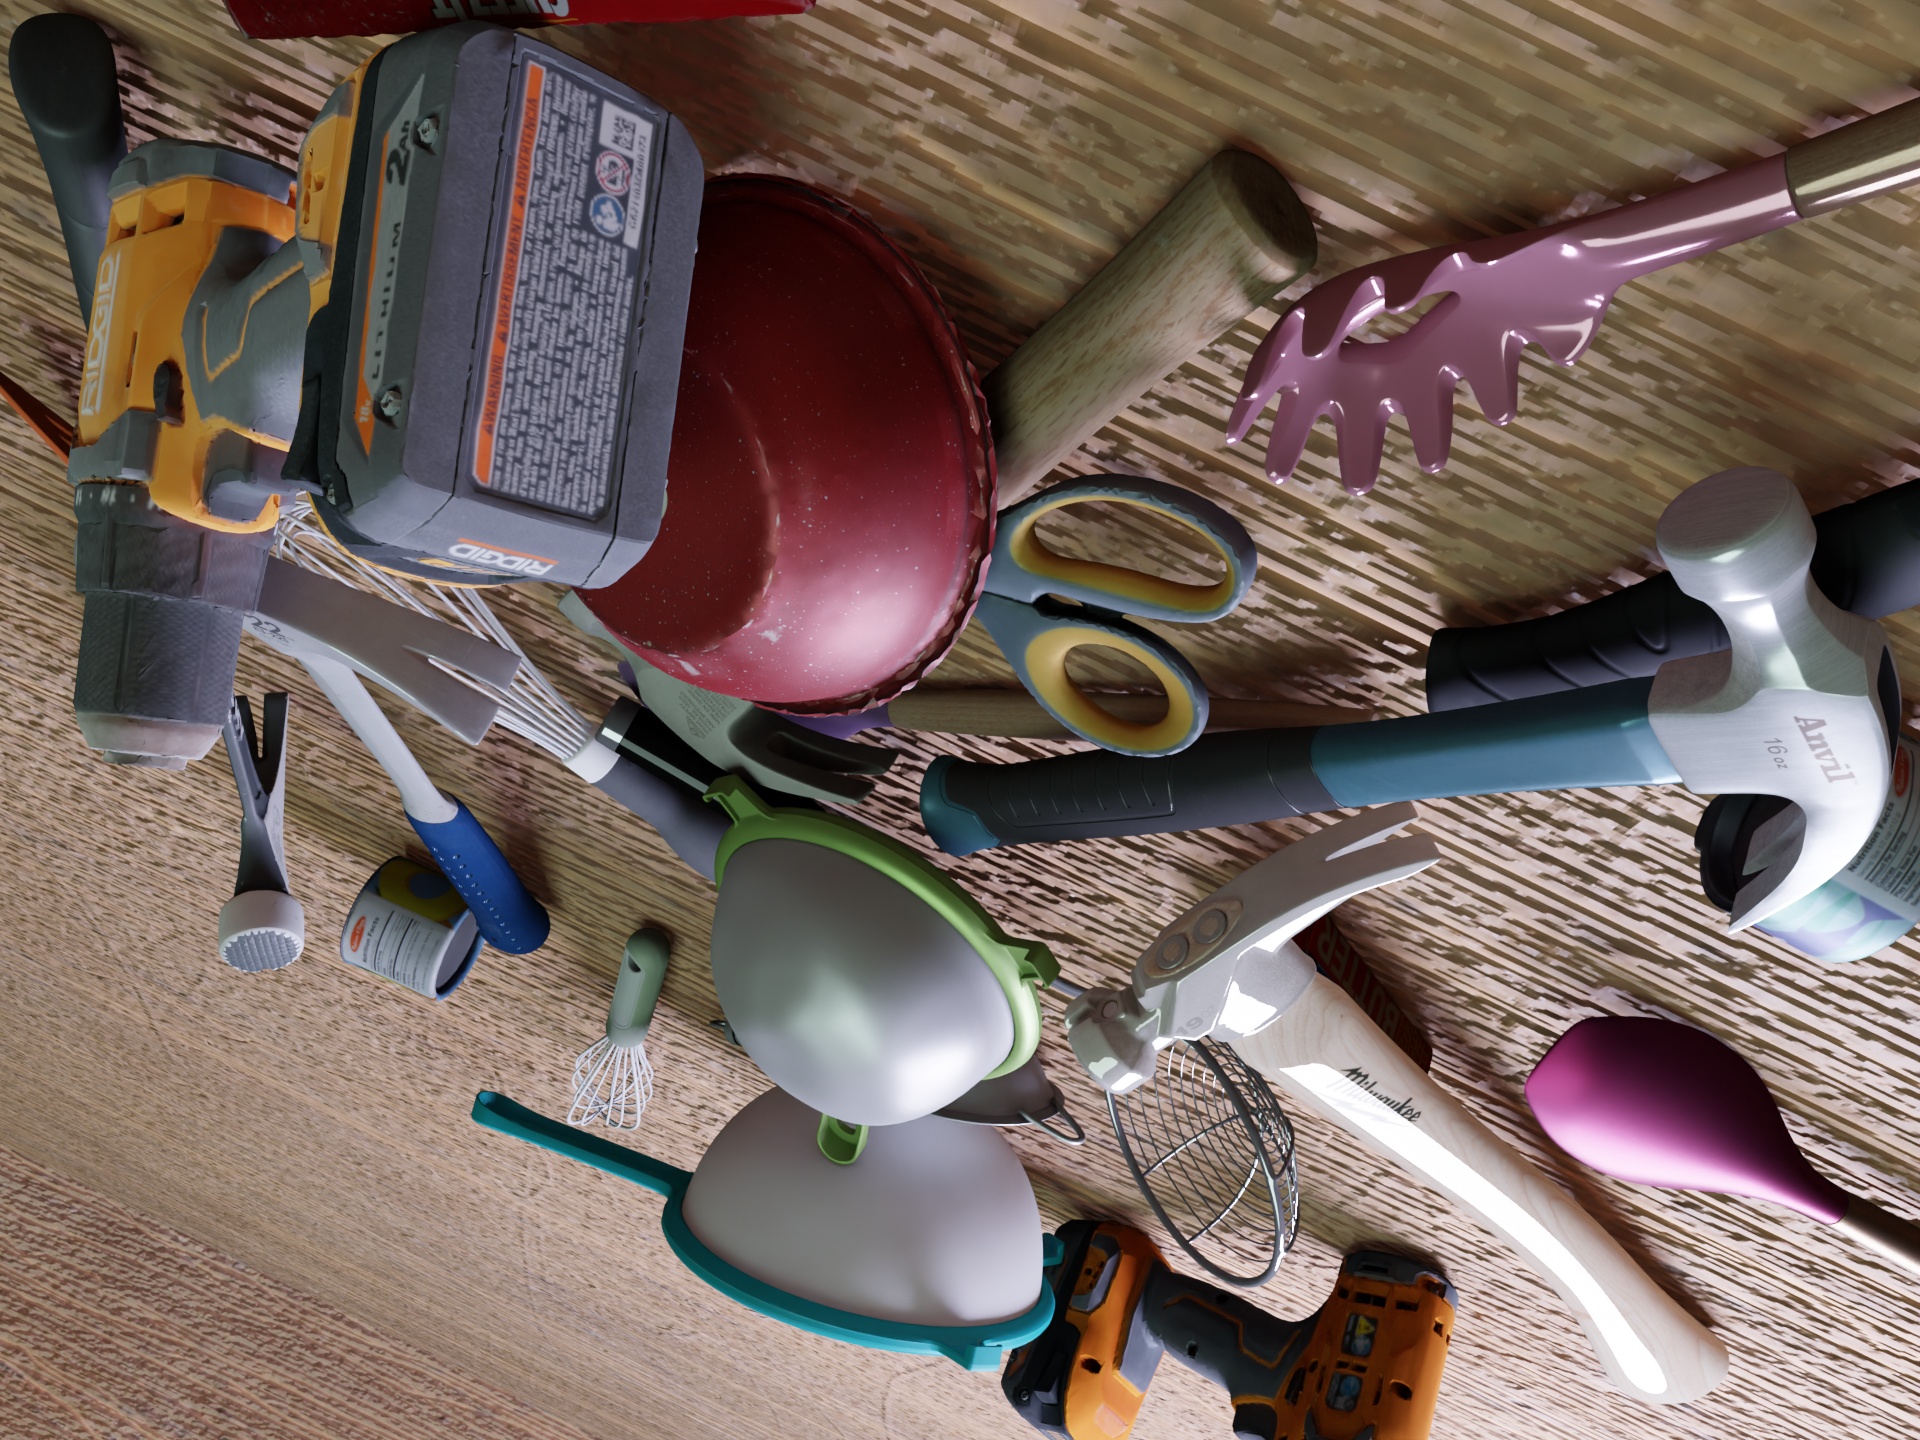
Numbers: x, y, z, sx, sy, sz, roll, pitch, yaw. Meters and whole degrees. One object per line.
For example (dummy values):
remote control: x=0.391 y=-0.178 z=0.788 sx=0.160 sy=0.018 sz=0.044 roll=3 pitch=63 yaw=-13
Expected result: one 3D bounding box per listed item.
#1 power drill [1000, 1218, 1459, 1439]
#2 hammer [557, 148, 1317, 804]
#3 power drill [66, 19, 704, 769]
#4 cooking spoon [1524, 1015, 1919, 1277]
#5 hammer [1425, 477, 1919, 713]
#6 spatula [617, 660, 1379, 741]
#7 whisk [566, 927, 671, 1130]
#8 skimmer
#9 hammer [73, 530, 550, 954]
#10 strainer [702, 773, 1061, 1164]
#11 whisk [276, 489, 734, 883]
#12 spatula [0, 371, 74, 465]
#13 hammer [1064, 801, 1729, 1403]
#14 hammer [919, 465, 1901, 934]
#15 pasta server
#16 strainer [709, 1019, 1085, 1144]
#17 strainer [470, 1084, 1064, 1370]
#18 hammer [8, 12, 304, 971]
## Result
power drill: x=0.137 y=0.355 z=0.841 sx=0.226 sy=0.164 sz=0.084 roll=-5 pitch=137 yaw=40
hammer: x=-0.015 y=-0.061 z=0.501 sx=0.130 sy=0.031 sz=0.331 roll=46 pitch=140 yaw=-10
power drill: x=-0.175 y=-0.074 z=0.428 sx=0.226 sy=0.185 sz=0.084 roll=4 pitch=175 yaw=41
cooking spoon: x=0.352 y=0.195 z=0.605 sx=0.318 sy=0.017 sz=0.068 roll=28 pitch=110 yaw=-10
hammer: x=0.242 y=-0.046 z=0.354 sx=0.146 sy=0.035 sz=0.335 roll=31 pitch=149 yaw=-23
spatula: x=-0.001 y=-0.002 z=0.591 sx=0.316 sy=0.018 sz=0.059 roll=2 pitch=140 yaw=32
whisk: x=-0.199 y=0.186 z=0.939 sx=0.058 sy=0.059 sz=0.246 roll=48 pitch=145 yaw=17
skimmer: x=-0.007 y=0.117 z=0.677 sx=0.363 sy=0.090 sz=0.127 roll=32 pitch=157 yaw=-10
hammer: x=-0.230 y=0.036 z=0.696 sx=0.144 sy=0.035 sz=0.405 roll=20 pitch=157 yaw=5
strainer: x=-0.055 y=0.142 z=0.660 sx=0.151 sy=0.069 sz=0.256 roll=27 pitch=142 yaw=13
whisk: x=-0.180 y=-0.005 z=0.672 sx=0.070 sy=0.070 sz=0.284 roll=-16 pitch=132 yaw=44
spatula: x=-0.405 y=-0.060 z=0.754 sx=0.081 sy=0.041 sz=0.322 roll=46 pitch=146 yaw=3
hammer: x=0.223 y=0.184 z=0.649 sx=0.146 sy=0.038 sz=0.410 roll=-38 pitch=122 yaw=19
hammer: x=0.102 y=0.014 z=0.481 sx=0.331 sy=0.033 sz=0.128 roll=-10 pitch=130 yaw=48
pasta server: x=0.194 y=-0.109 z=0.311 sx=0.316 sy=0.040 sz=0.060 roll=-12 pitch=152 yaw=40
strainer: x=-0.043 y=0.172 z=0.825 sx=0.258 sy=0.050 sz=0.086 roll=1 pitch=-178 yaw=40
strainer: x=-0.103 y=0.225 z=0.852 sx=0.340 sy=0.095 sz=0.211 roll=16 pitch=-179 yaw=14
hammer: x=-0.308 y=-0.073 z=0.633 sx=0.036 sy=0.149 sz=0.408 roll=-6 pitch=139 yaw=-18
